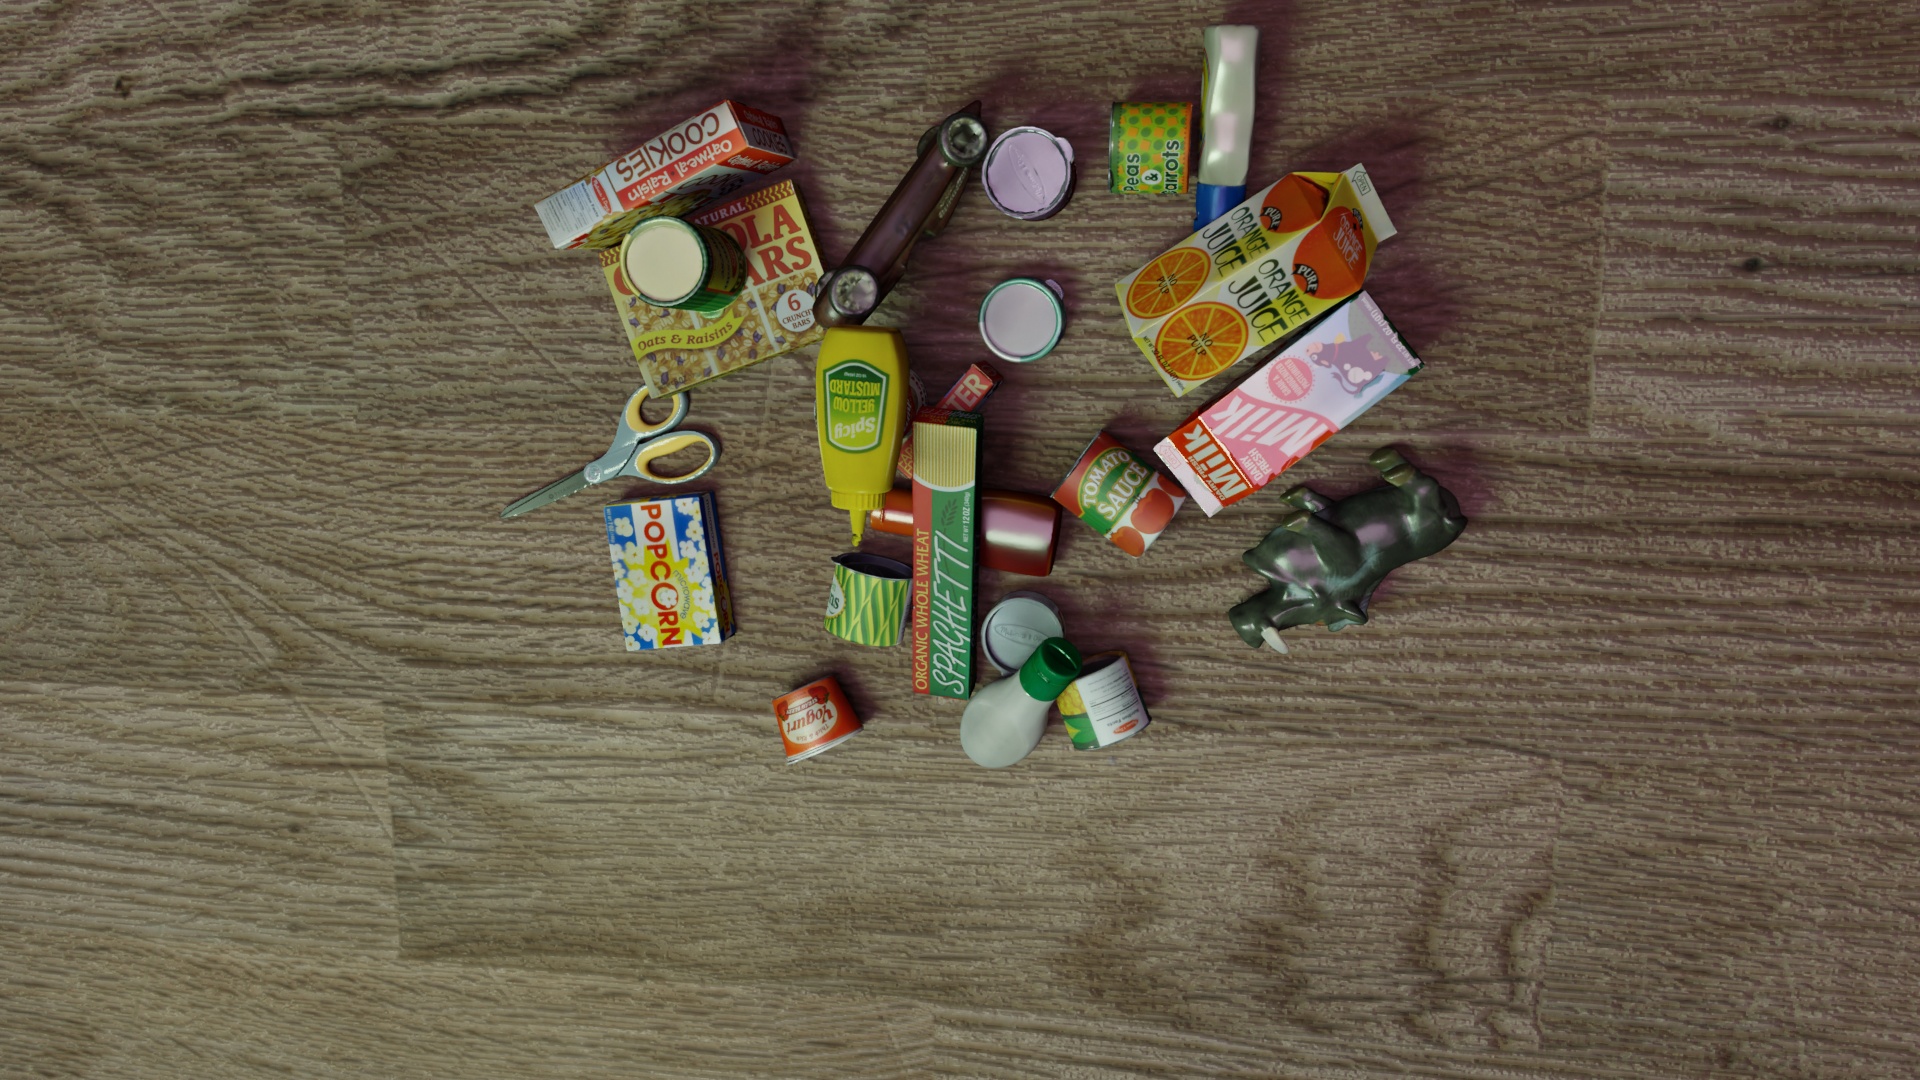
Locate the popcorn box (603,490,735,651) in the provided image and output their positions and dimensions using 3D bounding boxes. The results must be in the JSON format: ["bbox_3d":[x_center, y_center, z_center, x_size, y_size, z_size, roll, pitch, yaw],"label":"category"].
[{"bbox_3d":[-0.241,0.025,1.155,0.085,0.038,0.126,-5,99,10],"label":"popcorn box"}]

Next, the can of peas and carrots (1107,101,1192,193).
[{"bbox_3d":[0.139,-0.286,1.019,0.059,0.071,0.070,2,101,9],"label":"can of peas and carrots"}]

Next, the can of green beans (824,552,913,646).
[{"bbox_3d":[-0.073,0.047,1.116,0.071,0.071,0.057,14,103,7],"label":"can of green beans"}]

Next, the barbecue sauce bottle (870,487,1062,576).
[{"bbox_3d":[0.004,-0.014,1.104,0.148,0.044,0.064,10,108,8],"label":"barbecue sauce bottle"}]

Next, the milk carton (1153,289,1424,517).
[{"bbox_3d":[0.240,-0.100,1.034,0.190,0.073,0.072,-39,92,14],"label":"milk carton"}]

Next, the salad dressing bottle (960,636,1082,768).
[{"bbox_3d":[0.048,0.127,1.084,0.064,0.044,0.147,43,139,7],"label":"salad dressing bottle"}]

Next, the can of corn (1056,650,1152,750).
[{"bbox_3d":[0.109,0.126,1.102,0.071,0.071,0.058,-20,96,13],"label":"can of corn"}]

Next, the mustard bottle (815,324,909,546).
[{"bbox_3d":[-0.071,-0.073,0.996,0.065,0.049,0.159,4,101,11],"label":"mustard bottle"}]

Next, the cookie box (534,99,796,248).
[{"bbox_3d":[-0.220,-0.275,1.054,0.167,0.123,0.040,-24,97,13],"label":"cookie box"}]

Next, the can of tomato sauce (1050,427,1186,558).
[{"bbox_3d":[0.122,-0.036,1.067,0.083,0.071,0.071,37,104,1],"label":"can of tomato sauce"}]

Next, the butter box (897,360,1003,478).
[{"bbox_3d":[-0.010,-0.094,1.087,0.024,0.053,0.103,42,104,2],"label":"butter box"}]

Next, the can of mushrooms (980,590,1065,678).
[{"bbox_3d":[0.050,0.077,1.118,0.071,0.033,0.071,2,100,9],"label":"can of mushrooms"}]

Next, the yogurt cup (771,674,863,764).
[{"bbox_3d":[-0.120,0.145,1.144,0.072,0.072,0.054,-24,88,13],"label":"yogurt cup"}]

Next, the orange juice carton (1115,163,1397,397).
[{"bbox_3d":[0.215,-0.193,1.001,0.192,0.073,0.071,-31,129,18],"label":"orange juice carton"}]

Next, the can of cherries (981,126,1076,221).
[{"bbox_3d":[0.055,-0.274,1.041,0.071,0.058,0.071,2,100,10],"label":"can of cherries"}]

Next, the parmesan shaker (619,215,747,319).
[{"bbox_3d":[-0.202,-0.200,1.027,0.071,0.103,0.071,1,98,6],"label":"parmesan shaker"}]

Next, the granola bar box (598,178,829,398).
[{"bbox_3d":[-0.186,-0.197,1.100,0.165,0.039,0.124,-19,95,8],"label":"granola bar box"}]

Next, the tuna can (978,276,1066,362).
[{"bbox_3d":[0.050,-0.172,1.073,0.071,0.033,0.071,2,101,9],"label":"tuna can"}]

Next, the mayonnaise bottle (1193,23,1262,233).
[{"bbox_3d":[0.193,-0.298,1.012,0.041,0.065,0.147,3,110,5],"label":"mayonnaise bottle"}]

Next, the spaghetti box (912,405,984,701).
[{"bbox_3d":[-0.011,0.016,1.080,0.050,0.029,0.248,8,120,11],"label":"spaghetti box"}]
